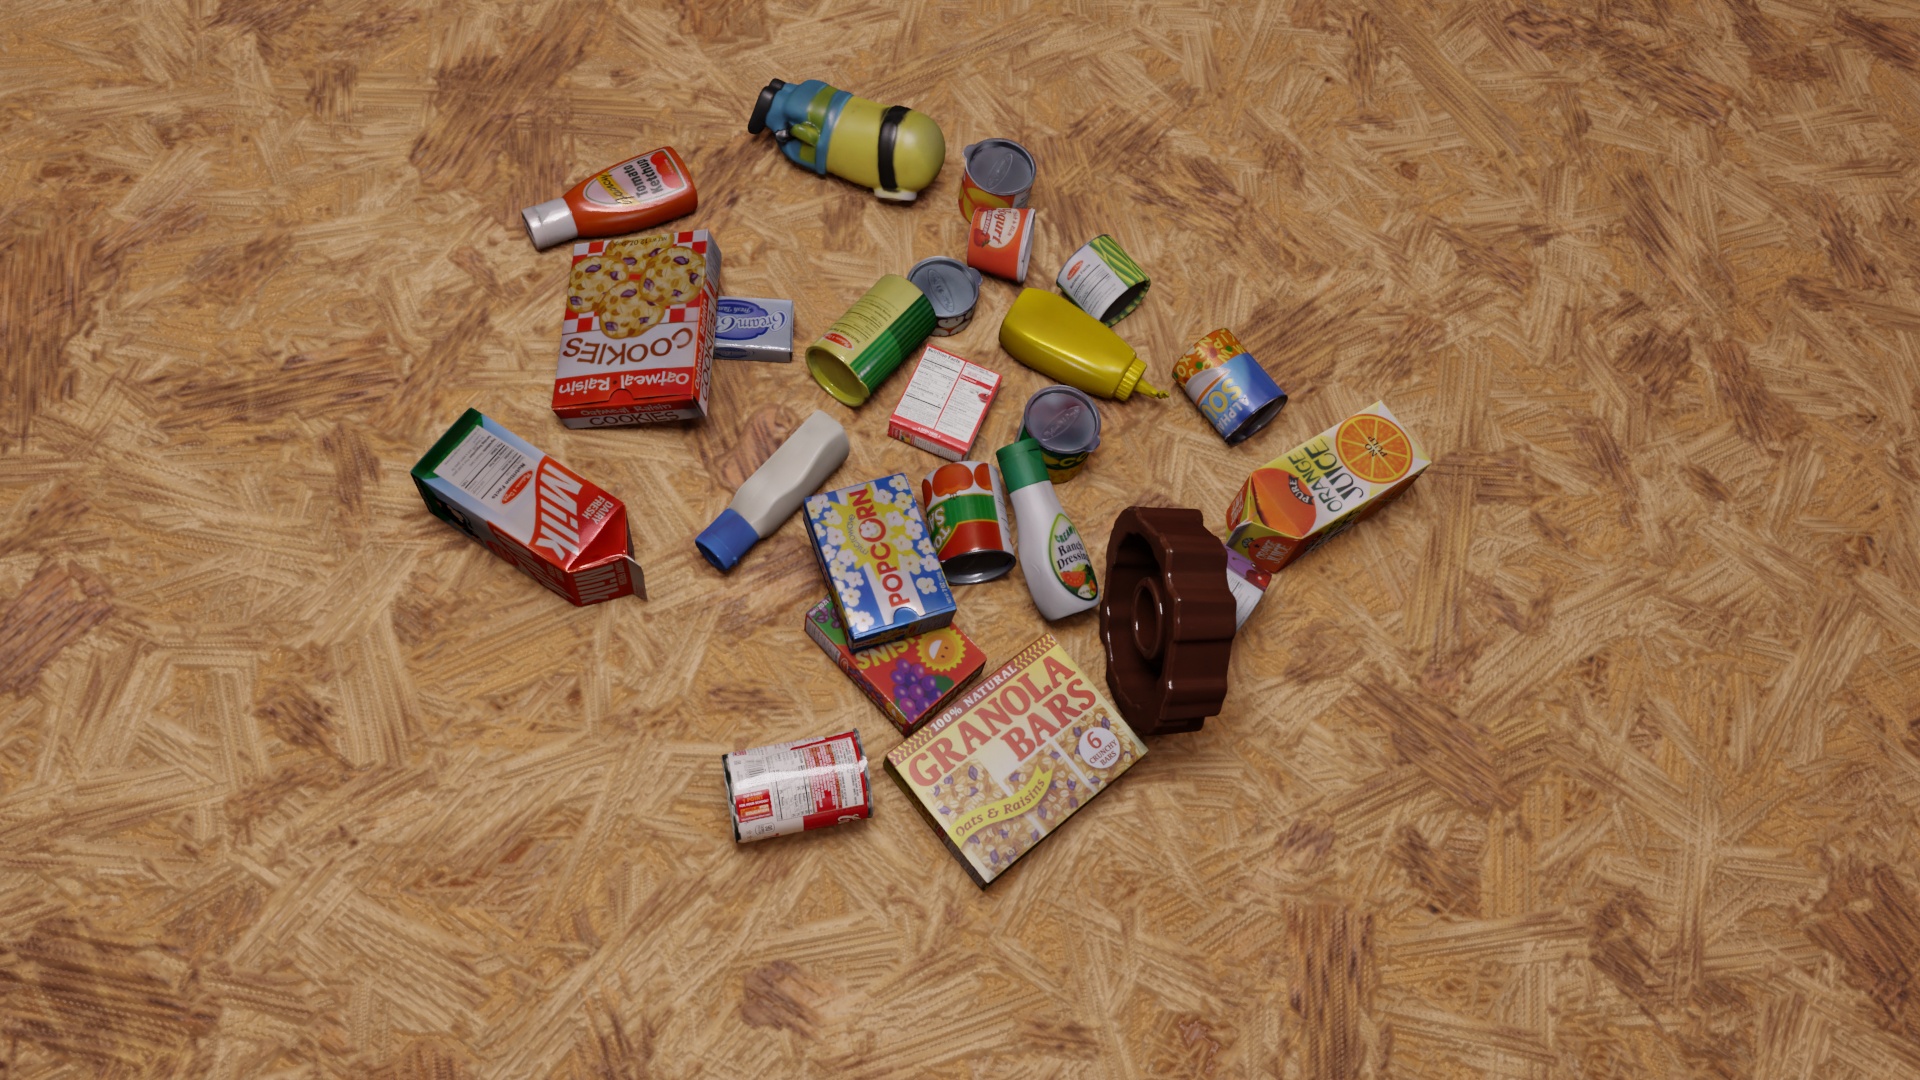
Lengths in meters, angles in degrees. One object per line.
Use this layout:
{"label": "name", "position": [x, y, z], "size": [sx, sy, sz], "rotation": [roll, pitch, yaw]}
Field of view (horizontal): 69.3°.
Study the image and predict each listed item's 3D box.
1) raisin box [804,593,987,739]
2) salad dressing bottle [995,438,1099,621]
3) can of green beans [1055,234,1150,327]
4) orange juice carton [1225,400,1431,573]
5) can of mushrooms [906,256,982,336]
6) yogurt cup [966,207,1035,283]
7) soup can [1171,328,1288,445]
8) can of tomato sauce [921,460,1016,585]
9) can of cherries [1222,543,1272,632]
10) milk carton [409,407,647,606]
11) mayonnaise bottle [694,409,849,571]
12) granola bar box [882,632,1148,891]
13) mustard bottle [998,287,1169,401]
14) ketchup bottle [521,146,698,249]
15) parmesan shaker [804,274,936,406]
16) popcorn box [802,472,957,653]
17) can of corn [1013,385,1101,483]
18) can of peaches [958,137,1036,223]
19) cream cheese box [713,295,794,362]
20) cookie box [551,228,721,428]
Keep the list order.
{"label": "raisin box", "position": [-0.052, 0.082, 1.100], "size": [0.086, 0.040, 0.123], "rotation": [-39, 75, -24]}
{"label": "salad dressing bottle", "position": [0.069, -0.009, 1.136], "size": [0.064, 0.044, 0.147], "rotation": [-13, 82, -49]}
{"label": "can of green beans", "position": [0.130, -0.234, 1.262], "size": [0.071, 0.071, 0.058], "rotation": [-34, 75, -21]}
{"label": "orange juice carton", "position": [0.300, -0.038, 1.191], "size": [0.193, 0.071, 0.073], "rotation": [-28, 71, -20]}
{"label": "can of mushrooms", "position": [-0.015, -0.220, 1.252], "size": [0.071, 0.033, 0.071], "rotation": [3, 64, -7]}
{"label": "yogurt cup", "position": [0.037, -0.273, 1.269], "size": [0.054, 0.072, 0.073], "rotation": [11, 64, 5]}
{"label": "soup can", "position": [0.236, -0.135, 1.231], "size": [0.071, 0.071, 0.084], "rotation": [-31, 72, -20]}
{"label": "can of tomato sauce", "position": [0.004, -0.014, 1.139], "size": [0.071, 0.071, 0.083], "rotation": [-5, 65, -11]}
{"label": "can of cherries", "position": [0.216, 0.039, 1.147], "size": [0.058, 0.071, 0.072], "rotation": [32, 65, 7]}
{"label": "milk carton", "position": [-0.325, -0.015, 1.087], "size": [0.191, 0.072, 0.074], "rotation": [31, 65, 8]}
{"label": "mayonnaise bottle", "position": [-0.152, -0.039, 1.131], "size": [0.041, 0.064, 0.148], "rotation": [38, 69, 13]}
{"label": "granola bar box", "position": [0.042, 0.168, 1.072], "size": [0.166, 0.039, 0.124], "rotation": [-35, 75, -21]}
{"label": "mustard bottle", "position": [0.113, -0.163, 1.236], "size": [0.160, 0.048, 0.065], "rotation": [31, 65, 6]}
{"label": "ketchup bottle", "position": [-0.314, -0.301, 1.240], "size": [0.149, 0.043, 0.065], "rotation": [-25, 71, -18]}
{"label": "parmesan shaker", "position": [-0.074, -0.172, 1.201], "size": [0.071, 0.071, 0.103], "rotation": [38, 65, 10]}
{"label": "popcorn box", "position": [-0.065, 0.016, 1.086], "size": [0.085, 0.038, 0.127], "rotation": [-15, 66, -17]}
{"label": "can of corn", "position": [0.084, -0.088, 1.190], "size": [0.071, 0.058, 0.071], "rotation": [3, 64, -7]}
{"label": "can of peaches", "position": [0.032, -0.333, 1.299], "size": [0.071, 0.057, 0.071], "rotation": [3, 65, -6]}
{"label": "cream cheese box", "position": [-0.198, -0.186, 1.212], "size": [0.104, 0.024, 0.053], "rotation": [3, 66, -7]}
{"label": "cookie box", "position": [-0.271, -0.179, 1.171], "size": [0.123, 0.040, 0.168], "rotation": [-4, 64, 9]}
